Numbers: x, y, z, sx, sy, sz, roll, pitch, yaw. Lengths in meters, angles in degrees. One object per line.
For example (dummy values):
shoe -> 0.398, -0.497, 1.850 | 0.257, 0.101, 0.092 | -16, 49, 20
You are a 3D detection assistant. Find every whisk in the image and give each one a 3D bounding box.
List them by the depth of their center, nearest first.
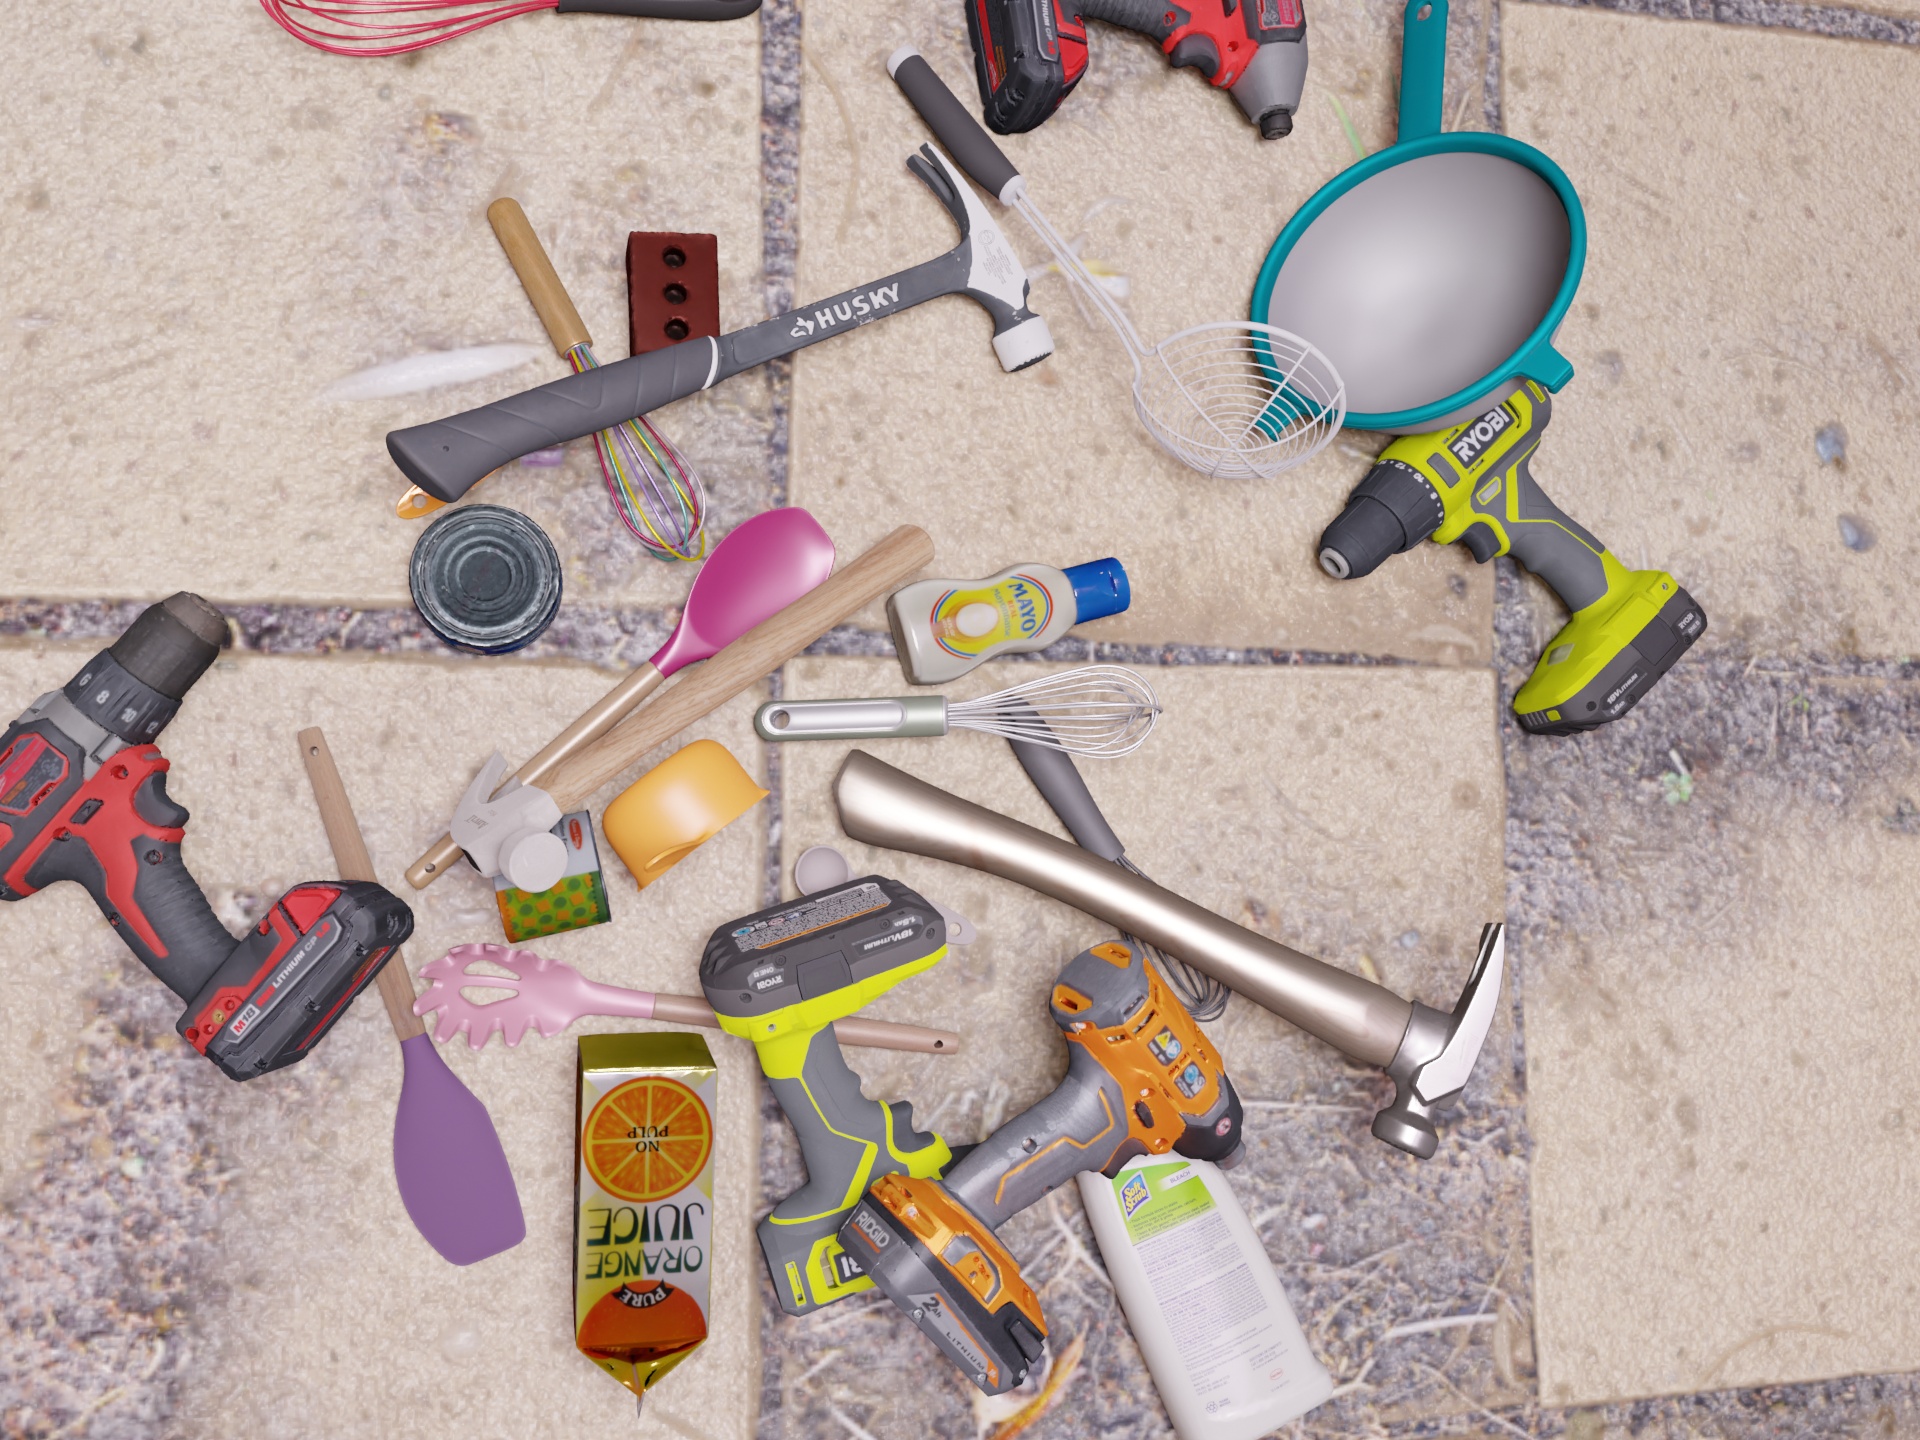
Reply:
whisk -> -0.217, -0.201, 0.948 | 0.047, 0.051, 0.245 | -27, 87, -35
whisk -> -0.261, -0.434, 0.949 | 0.295, 0.073, 0.073 | -10, 87, -21
whisk -> -0.002, -0.003, 0.955 | 0.246, 0.059, 0.058 | -2, 82, 1
whisk -> 0.094, 0.085, 0.990 | 0.055, 0.055, 0.239 | -33, 89, -14

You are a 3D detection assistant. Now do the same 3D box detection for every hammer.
hammer -> -0.143, -0.020, 0.905 | 0.331, 0.130, 0.031 | -38, 119, -27
hammer -> -0.131, -0.218, 0.917 | 0.409, 0.036, 0.149 | -27, 97, -28
hammer -> 0.118, 0.107, 0.950 | 0.410, 0.038, 0.146 | 25, 82, 3

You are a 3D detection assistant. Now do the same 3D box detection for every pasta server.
pasta server -> -0.152, 0.172, 0.927 | 0.316, 0.040, 0.060 | 10, 95, -14

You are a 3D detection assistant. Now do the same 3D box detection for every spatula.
spatula -> -0.320, 0.155, 0.898 | 0.060, 0.018, 0.316 | -18, 90, -14

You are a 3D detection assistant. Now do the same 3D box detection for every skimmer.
skimmer -> 0.090, -0.295, 0.994 | 0.090, 0.127, 0.363 | -30, 76, -29

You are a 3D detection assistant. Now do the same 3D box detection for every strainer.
strainer -> 0.311, -0.322, 1.046 | 0.095, 0.211, 0.341 | 35, 57, -50

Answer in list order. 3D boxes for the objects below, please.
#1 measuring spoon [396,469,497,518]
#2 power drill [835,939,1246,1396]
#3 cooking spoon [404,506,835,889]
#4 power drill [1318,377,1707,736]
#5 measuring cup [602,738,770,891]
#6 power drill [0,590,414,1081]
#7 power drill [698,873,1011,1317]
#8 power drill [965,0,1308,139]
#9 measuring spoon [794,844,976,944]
measuring spoon -> -0.282, -0.153, 0.941 | 0.117, 0.011, 0.021 | -35, 91, -10
power drill -> 0.060, 0.255, 0.886 | 0.226, 0.084, 0.164 | -45, 114, -15
cooking spoon -> -0.200, -0.013, 0.941 | 0.319, 0.017, 0.068 | -43, 110, -13
power drill -> 0.362, -0.101, 1.056 | 0.190, 0.080, 0.228 | -42, 92, -15
measuring cup -> -0.162, 0.051, 0.867 | 0.095, 0.173, 0.052 | -37, 90, 2
power drill -> -0.403, 0.060, 0.847 | 0.226, 0.080, 0.188 | 39, 83, 0
power drill -> -0.050, 0.211, 0.913 | 0.171, 0.080, 0.223 | -17, 104, -15
power drill -> 0.123, -0.445, 1.033 | 0.219, 0.078, 0.143 | -9, 88, -17
measuring spoon -> -0.046, 0.111, 0.972 | 0.124, 0.018, 0.034 | 25, 75, -17
